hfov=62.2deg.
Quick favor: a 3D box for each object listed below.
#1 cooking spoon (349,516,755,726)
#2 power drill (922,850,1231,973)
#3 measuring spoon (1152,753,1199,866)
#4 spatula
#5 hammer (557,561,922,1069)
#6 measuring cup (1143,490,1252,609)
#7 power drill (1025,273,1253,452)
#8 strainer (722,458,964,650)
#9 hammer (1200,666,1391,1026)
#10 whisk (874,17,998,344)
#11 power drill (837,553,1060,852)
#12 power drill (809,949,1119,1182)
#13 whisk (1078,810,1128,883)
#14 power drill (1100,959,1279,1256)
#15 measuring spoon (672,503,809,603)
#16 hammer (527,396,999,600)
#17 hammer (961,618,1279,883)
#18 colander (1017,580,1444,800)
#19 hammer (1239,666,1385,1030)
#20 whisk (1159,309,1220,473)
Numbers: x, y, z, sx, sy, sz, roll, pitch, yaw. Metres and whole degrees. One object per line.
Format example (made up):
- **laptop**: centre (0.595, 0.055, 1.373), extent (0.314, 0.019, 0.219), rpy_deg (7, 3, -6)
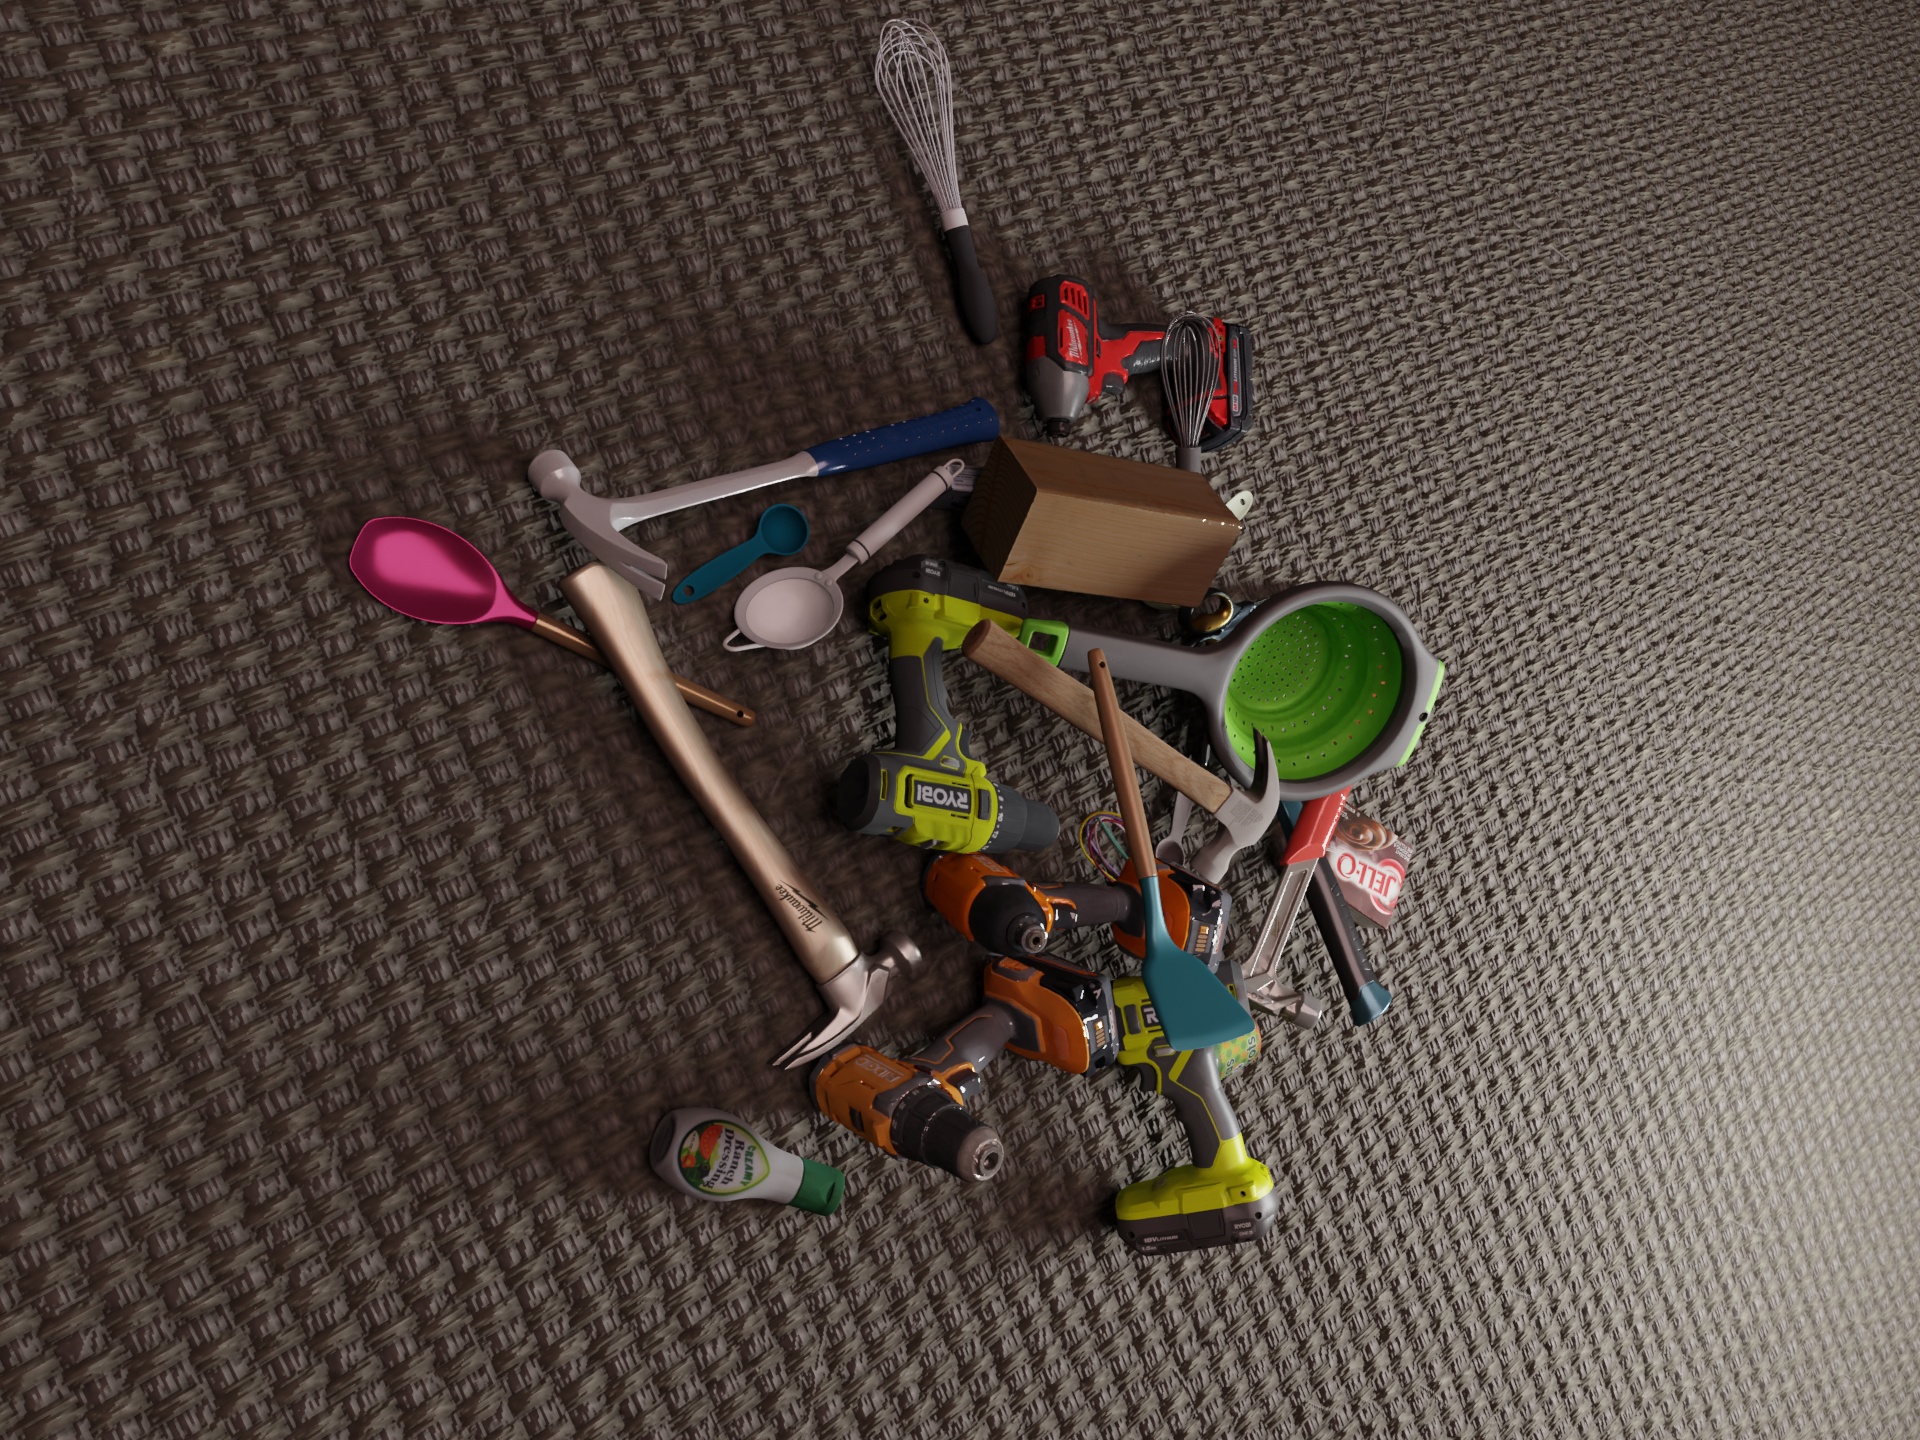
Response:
- **cooking spoon**: centre (-0.292, -0.062, 1.174), extent (0.318, 0.017, 0.069), rpy_deg (26, 75, -26)
- **power drill**: centre (0.100, 0.156, 1.281), extent (0.226, 0.164, 0.084), rpy_deg (7, 99, -23)
- **measuring spoon**: centre (0.198, 0.086, 1.458), extent (0.034, 0.018, 0.124), rpy_deg (31, 61, -24)
- **spatula**: centre (0.146, 0.093, 1.223), extent (0.082, 0.044, 0.318), rpy_deg (-7, 78, -30)
- **hammer**: centre (-0.184, 0.068, 1.197), extent (0.146, 0.038, 0.410), rpy_deg (-39, 107, -28)
- **measuring cup**: centre (0.217, -0.165, 1.490), extent (0.167, 0.038, 0.083), rpy_deg (-43, 105, -31)
- **power drill**: centre (0.158, -0.315, 1.455), extent (0.219, 0.078, 0.143), rpy_deg (6, 80, -28)
- **strainer**: centre (-0.087, -0.128, 1.274), extent (0.258, 0.087, 0.050), rpy_deg (-44, 150, -17)
- **hammer**: centre (0.322, 0.120, 1.478), extent (0.128, 0.033, 0.331), rpy_deg (-18, 83, -21)
- **whisk**: centre (-0.016, -0.467, 1.383), extent (0.070, 0.070, 0.284), rpy_deg (-21, 98, -32)
- **power drill**: centre (-0.002, -0.004, 1.288), extent (0.190, 0.080, 0.229), rpy_deg (13, 68, -31)
- **power drill**: centre (0.022, 0.267, 1.223), extent (0.226, 0.185, 0.084), rpy_deg (-23, 113, -35)
- **whisk**: centre (0.181, 0.175, 1.422), extent (0.047, 0.051, 0.244), rpy_deg (-39, 109, -8)
- **power drill**: centre (0.173, 0.325, 1.342), extent (0.171, 0.080, 0.223), rpy_deg (-12, 90, 9)
- **measuring spoon**: centre (-0.177, -0.127, 1.259), extent (0.128, 0.021, 0.042), rpy_deg (-36, 98, -21)
- **hammer**: centre (-0.126, -0.197, 1.259), extent (0.405, 0.035, 0.144), rpy_deg (-22, 58, -36)
- **hammer**: centre (0.137, 0.011, 1.311), extent (0.331, 0.031, 0.130), rpy_deg (33, 100, -26)
- **colander**: centre (0.222, -0.052, 1.381), extent (0.397, 0.095, 0.204), rpy_deg (10, 111, -20)
- **hammer**: centre (0.316, 0.090, 1.447), extent (0.149, 0.036, 0.359), rpy_deg (30, 70, -10)
- **whisk**: centre (0.204, -0.243, 1.417), extent (0.055, 0.055, 0.239), rpy_deg (-11, 107, -32)
